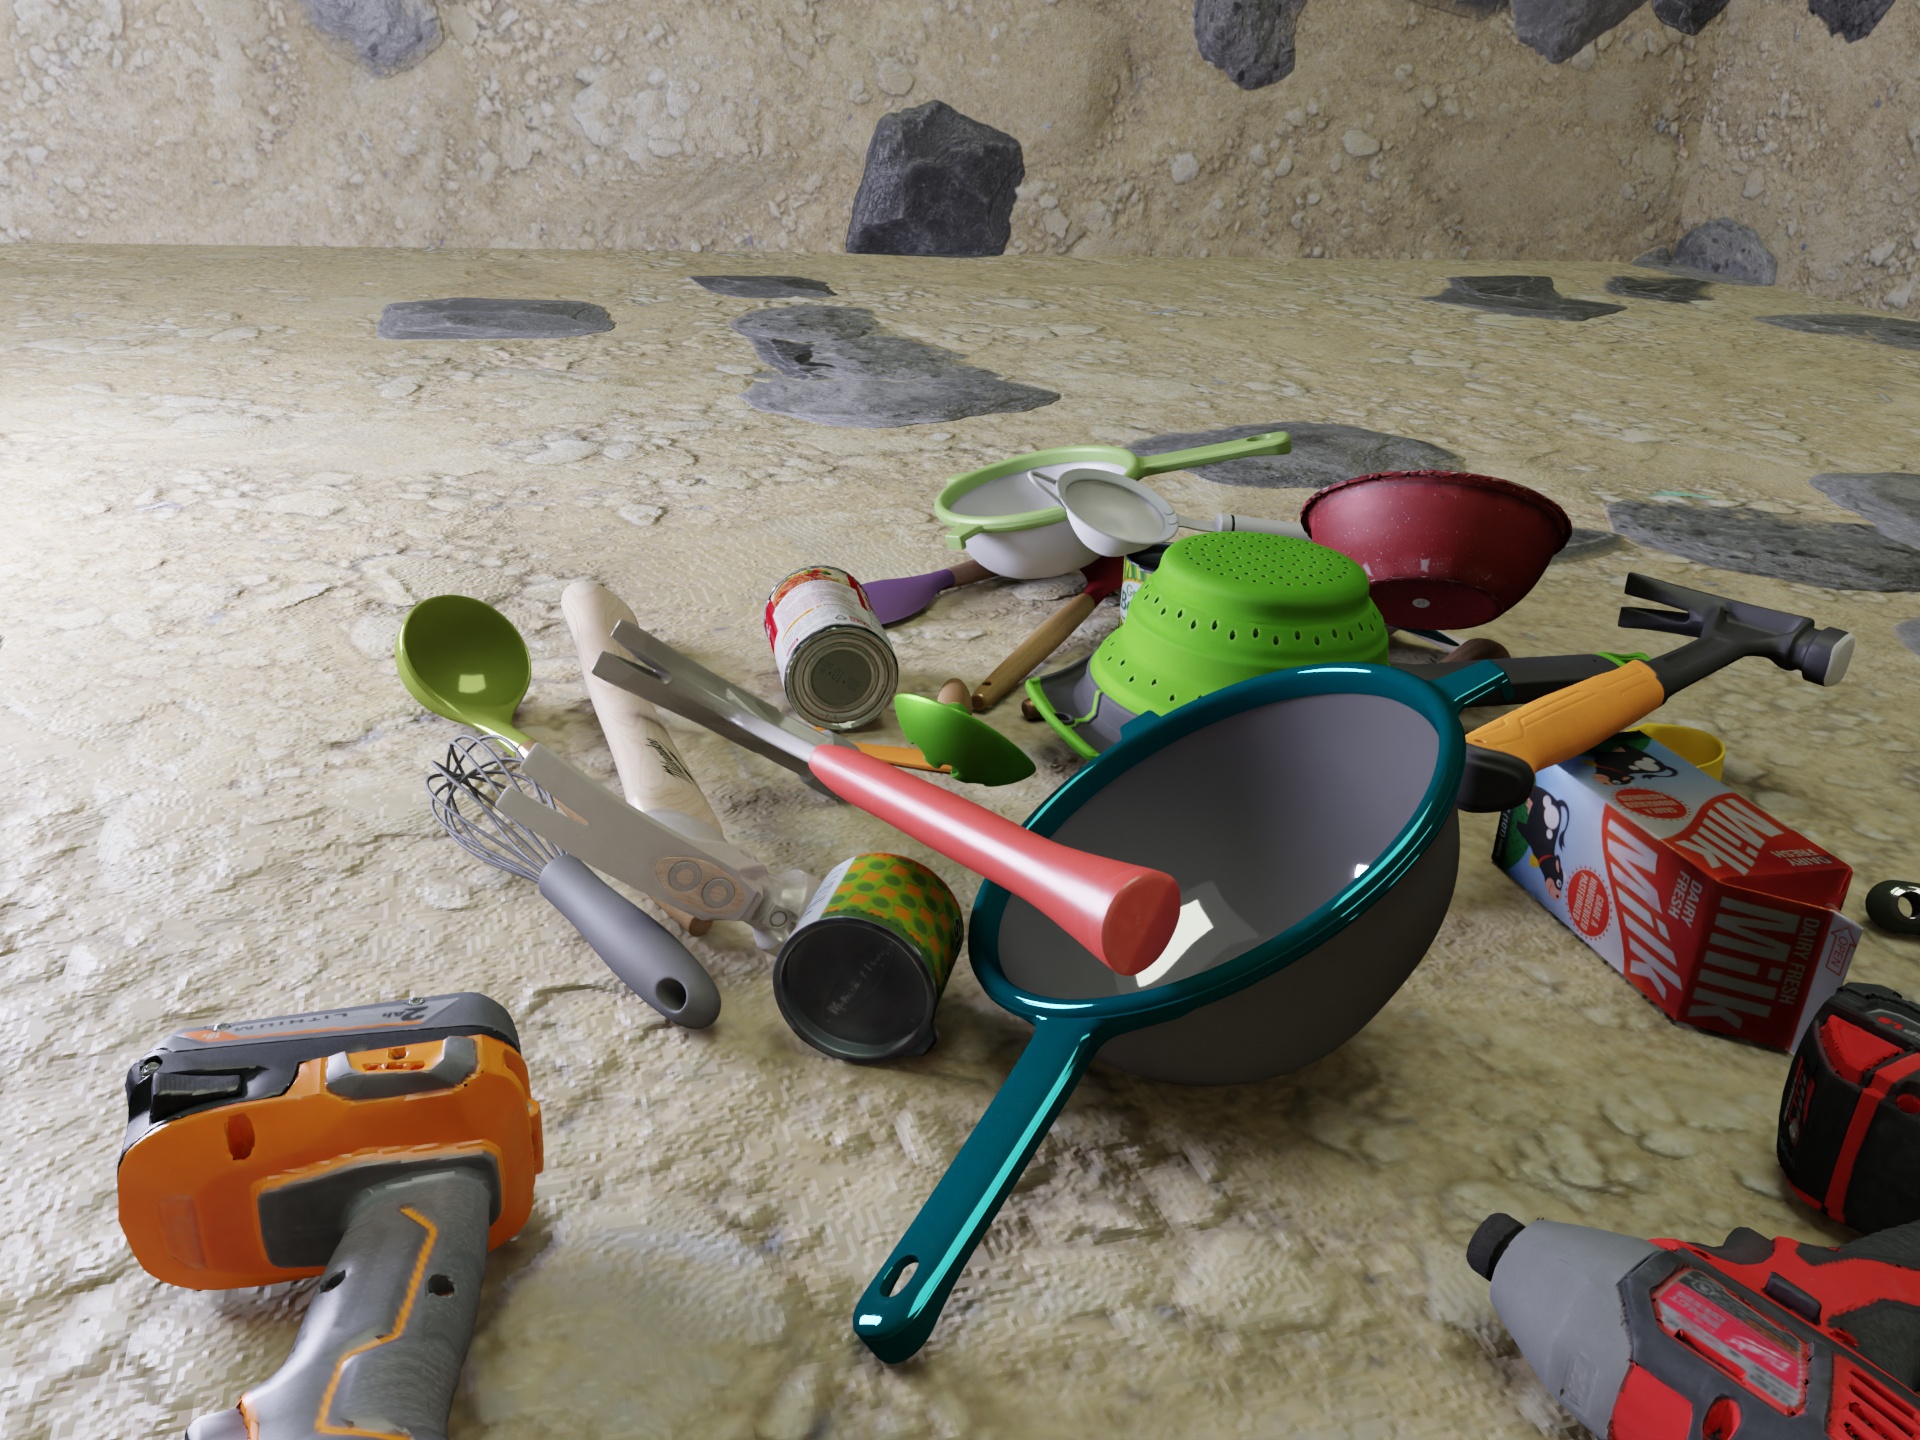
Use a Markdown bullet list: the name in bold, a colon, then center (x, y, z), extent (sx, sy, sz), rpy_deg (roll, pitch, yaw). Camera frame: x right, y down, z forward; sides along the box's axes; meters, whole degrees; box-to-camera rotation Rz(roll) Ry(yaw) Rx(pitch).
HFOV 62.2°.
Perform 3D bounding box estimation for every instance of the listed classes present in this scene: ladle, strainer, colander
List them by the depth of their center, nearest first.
- **strainer**: center (0.081, 0.114, 0.598), extent (0.211, 0.095, 0.340), rpy_deg (-9, 32, 47)
- **ladle**: center (-0.207, 0.016, 0.814), extent (0.078, 0.062, 0.320), rpy_deg (6, 20, -43)
- **colander**: center (0.238, -0.050, 0.892), extent (0.397, 0.094, 0.205), rpy_deg (-4, 25, -18)
- **strainer**: center (0.166, -0.126, 1.055), extent (0.258, 0.050, 0.087), rpy_deg (6, 39, -8)
- **ladle**: center (0.074, -0.070, 1.081), extent (0.069, 0.031, 0.315), rpy_deg (7, 25, 23)
- **strainer**: center (0.112, -0.153, 1.143), extent (0.256, 0.069, 0.152), rpy_deg (-11, 25, 4)

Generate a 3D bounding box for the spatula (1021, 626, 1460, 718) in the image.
- **spatula**: center (0.177, -0.041, 1.014), extent (0.317, 0.044, 0.082), rpy_deg (-17, 34, -24)

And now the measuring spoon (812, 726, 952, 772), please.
- **measuring spoon**: center (-0.033, 0.016, 0.887), extent (0.117, 0.011, 0.021), rpy_deg (8, 24, 10)

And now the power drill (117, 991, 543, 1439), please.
- **power drill**: center (-0.185, 0.176, 0.431), extent (0.164, 0.084, 0.227), rpy_deg (-5, 29, -17)

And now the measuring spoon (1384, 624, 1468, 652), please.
- **measuring spoon**: center (0.326, -0.050, 1.087), extent (0.124, 0.018, 0.034), rpy_deg (26, 37, 29)

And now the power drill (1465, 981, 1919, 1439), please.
- **power drill**: center (0.275, 0.171, 0.509), extent (0.219, 0.078, 0.143), rpy_deg (-18, 31, -34)

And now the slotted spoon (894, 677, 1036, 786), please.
- **slotted spoon**: center (-0.001, -0.003, 0.815), extent (0.070, 0.031, 0.314), rpy_deg (29, 5, -4)

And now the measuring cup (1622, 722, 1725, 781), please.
- **measuring cup**: center (0.349, 0.033, 0.897), extent (0.156, 0.029, 0.062), rpy_deg (-8, 24, 3)

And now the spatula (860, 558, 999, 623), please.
- **spatula**: center (0.011, -0.109, 1.166), extent (0.060, 0.018, 0.316), rpy_deg (29, 35, 36)

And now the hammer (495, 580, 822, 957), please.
- **hammer**: center (-0.182, -0.009, 0.831), extent (0.146, 0.038, 0.411), rpy_deg (32, 7, -27)

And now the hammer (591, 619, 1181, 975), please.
- **hammer**: center (-0.036, 0.027, 0.668), extent (0.149, 0.037, 0.359), rpy_deg (30, -4, -32)

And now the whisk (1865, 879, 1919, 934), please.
- **whisk**: center (0.557, 0.104, 0.738), extent (0.246, 0.058, 0.059), rpy_deg (8, -10, 17)

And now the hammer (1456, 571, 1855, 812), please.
- **hammer**: center (0.330, -0.017, 0.807), extent (0.337, 0.034, 0.127), rpy_deg (-18, 31, -41)

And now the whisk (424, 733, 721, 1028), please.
- **whisk**: center (-0.176, 0.068, 0.712), extent (0.055, 0.055, 0.239), rpy_deg (-17, 36, -38)

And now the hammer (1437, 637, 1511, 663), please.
- **hammer**: center (0.242, 0.005, 0.925), extent (0.130, 0.031, 0.331), rpy_deg (21, 29, 33)
